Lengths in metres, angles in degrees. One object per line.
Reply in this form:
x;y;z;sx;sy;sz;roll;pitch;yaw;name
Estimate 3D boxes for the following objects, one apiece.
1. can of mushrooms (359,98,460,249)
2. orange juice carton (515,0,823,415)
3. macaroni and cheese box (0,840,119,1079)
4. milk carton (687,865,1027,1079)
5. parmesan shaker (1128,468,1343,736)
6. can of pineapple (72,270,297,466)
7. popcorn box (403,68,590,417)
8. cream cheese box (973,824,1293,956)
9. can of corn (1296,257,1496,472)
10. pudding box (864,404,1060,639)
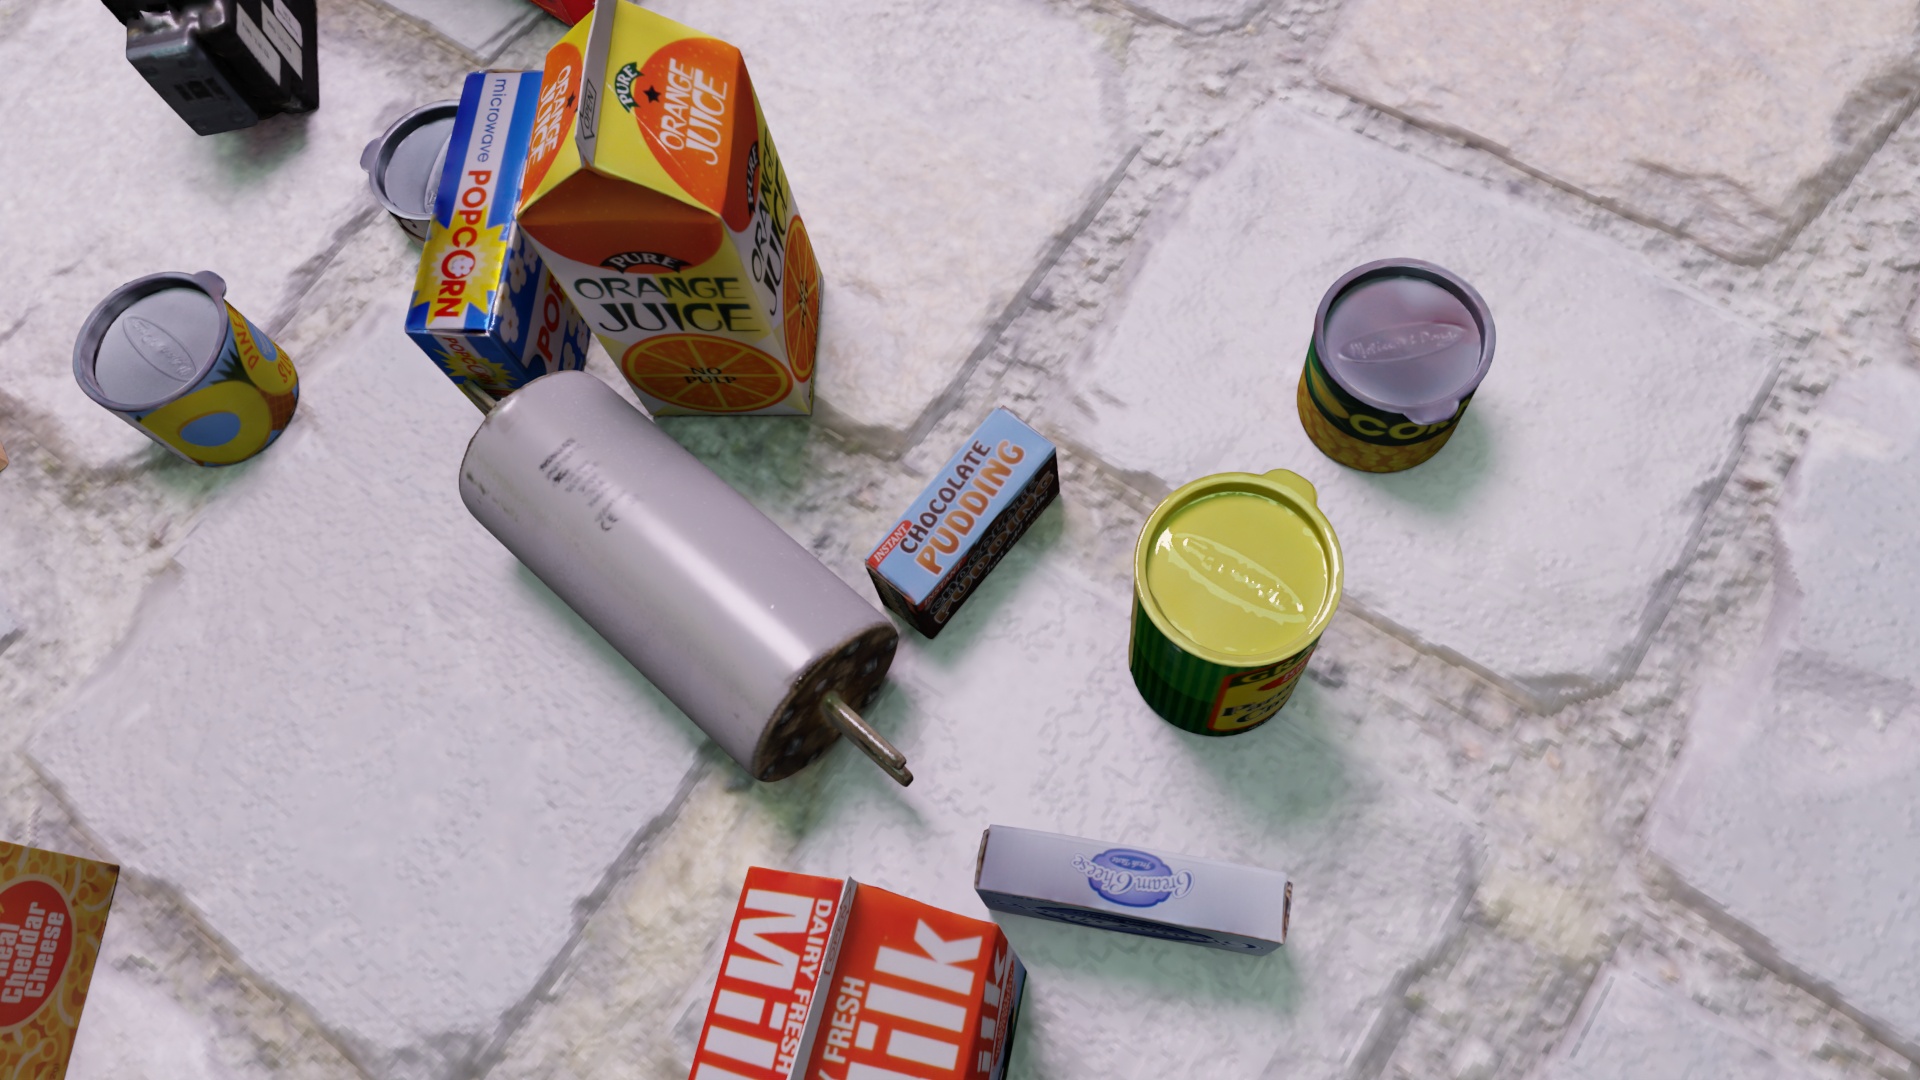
-0.235;-0.166;0.638;0.071;0.033;0.071;-2;68;5;can of mushrooms
-0.106;-0.119;0.520;0.073;0.192;0.072;0;69;6;orange juice carton
-0.361;0.155;0.451;0.040;0.166;0.124;0;69;6;macaroni and cheese box
-0.027;0.146;0.408;0.073;0.190;0.072;10;70;10;milk carton
0.095;0.024;0.490;0.071;0.102;0.071;-2;69;5;parmesan shaker
-0.329;-0.073;0.597;0.071;0.057;0.071;-2;68;5;can of pineapple
-0.186;-0.122;0.587;0.038;0.085;0.127;2;69;7;popcorn box
0.059;0.122;0.482;0.104;0.053;0.024;8;70;9;cream cheese box
0.168;-0.065;0.542;0.071;0.058;0.071;-2;68;5;can of corn
0.002;-0.007;0.541;0.030;0.049;0.084;37;76;18;pudding box
